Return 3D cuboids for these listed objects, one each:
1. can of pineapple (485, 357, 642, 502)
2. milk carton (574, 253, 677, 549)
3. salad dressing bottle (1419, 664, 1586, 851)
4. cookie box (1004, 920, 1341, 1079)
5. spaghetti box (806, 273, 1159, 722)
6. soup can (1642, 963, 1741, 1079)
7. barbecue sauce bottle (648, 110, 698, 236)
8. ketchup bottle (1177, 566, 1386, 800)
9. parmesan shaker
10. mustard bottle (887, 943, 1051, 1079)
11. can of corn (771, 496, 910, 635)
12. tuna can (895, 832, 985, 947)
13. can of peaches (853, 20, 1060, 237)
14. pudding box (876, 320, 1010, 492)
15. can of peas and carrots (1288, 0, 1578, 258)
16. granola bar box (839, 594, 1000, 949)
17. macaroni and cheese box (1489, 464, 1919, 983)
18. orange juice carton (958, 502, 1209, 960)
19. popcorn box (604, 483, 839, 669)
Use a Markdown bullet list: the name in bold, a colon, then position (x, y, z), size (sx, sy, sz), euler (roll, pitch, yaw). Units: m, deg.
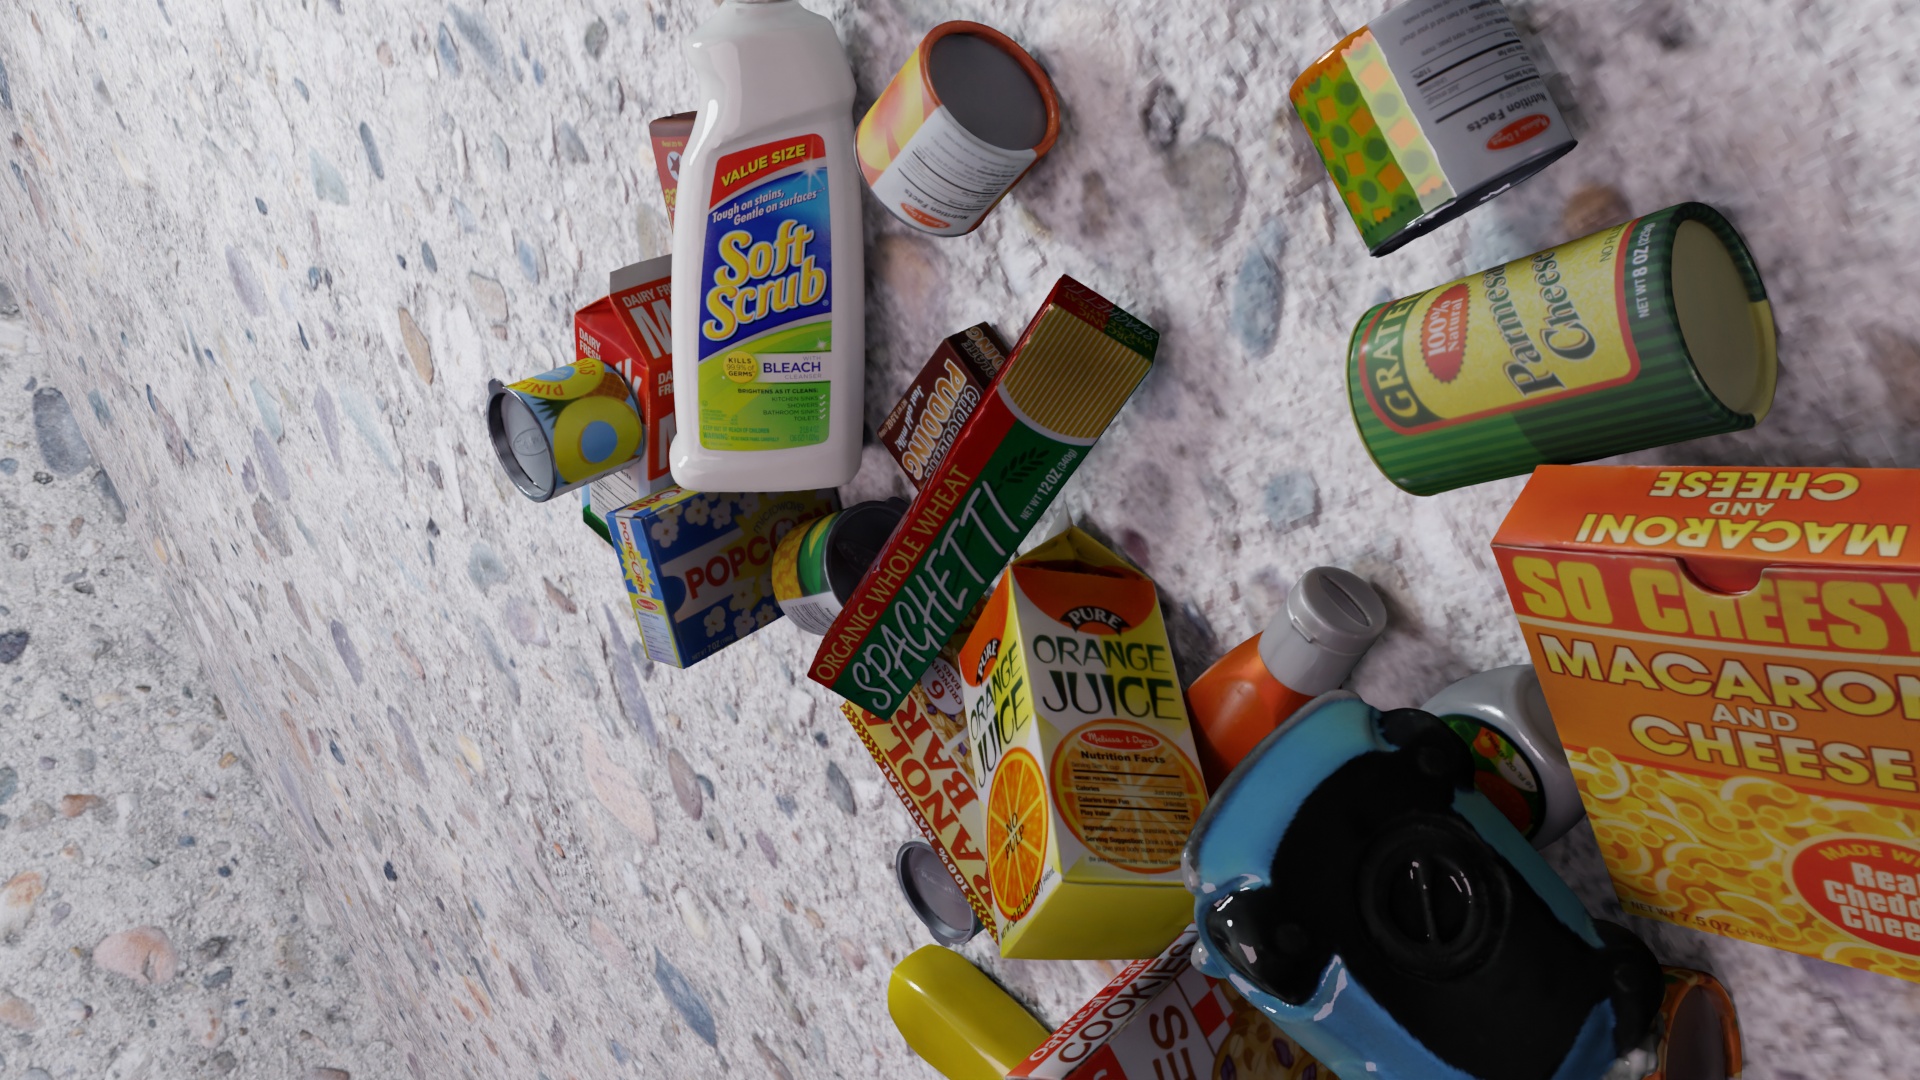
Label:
- **can of pineapple**: position (-0.216, -0.063, 0.759), size (0.071, 0.058, 0.070), euler (26, 129, 36)
- **milk carton**: position (-0.173, -0.080, 0.808), size (0.073, 0.073, 0.189), euler (35, 135, 30)
- **salad dressing bottle**: position (0.180, 0.102, 0.529), size (0.064, 0.044, 0.146), euler (53, 141, 18)
- **cookie box**: position (0.110, 0.231, 0.582), size (0.040, 0.168, 0.123), euler (-24, 92, 51)
- **spaghetti box**: position (0.002, -0.008, 0.630), size (0.050, 0.029, 0.248), euler (31, 126, -6)
- **soup can**: position (0.225, 0.180, 0.503), size (0.083, 0.071, 0.071), euler (-7, 106, 50)
- **barbecue sauce bottle**: position (-0.122, -0.149, 0.732), size (0.065, 0.044, 0.148), euler (13, 121, 40)
- **ketchup bottle**: position (0.124, 0.072, 0.576), size (0.065, 0.044, 0.148), euler (51, 141, 26)
- **parmesan shaker**: position (0.180, -0.058, 0.423), size (0.103, 0.071, 0.071), euler (-15, 99, 51)
- **mustard bottle**: position (0.025, 0.304, 0.819), size (0.160, 0.049, 0.065), euler (28, 131, 36)
- **can of corn**: position (-0.057, 0.014, 0.736), size (0.058, 0.071, 0.071), euler (-14, 100, 52)
- **tuna can**: position (-0.003, 0.198, 0.804), size (0.071, 0.033, 0.070), euler (26, 129, 38)
- **can of peaches**: position (-0.001, -0.169, 0.566), size (0.071, 0.071, 0.058), euler (60, 142, 5)
- **pudding box**: position (-0.001, -0.058, 0.656), size (0.050, 0.030, 0.083), euler (54, 141, 10)
- **can of peas and carrots**: position (0.141, -0.127, 0.425), size (0.070, 0.071, 0.058), euler (-29, 88, 52)
- **granola bar box**: position (0.018, 0.125, 0.733), size (0.166, 0.039, 0.123), euler (55, 140, 10)
- **macaroni and cheese box**: position (0.238, 0.055, 0.397), size (0.123, 0.040, 0.166), euler (4, 133, 47)
- **orange juice carton**: position (0.049, 0.077, 0.604), size (0.071, 0.073, 0.193), euler (116, 154, -45)
- **popcorn box**: position (-0.121, 0.003, 0.750), size (0.038, 0.127, 0.085), euler (6, 116, 43)
